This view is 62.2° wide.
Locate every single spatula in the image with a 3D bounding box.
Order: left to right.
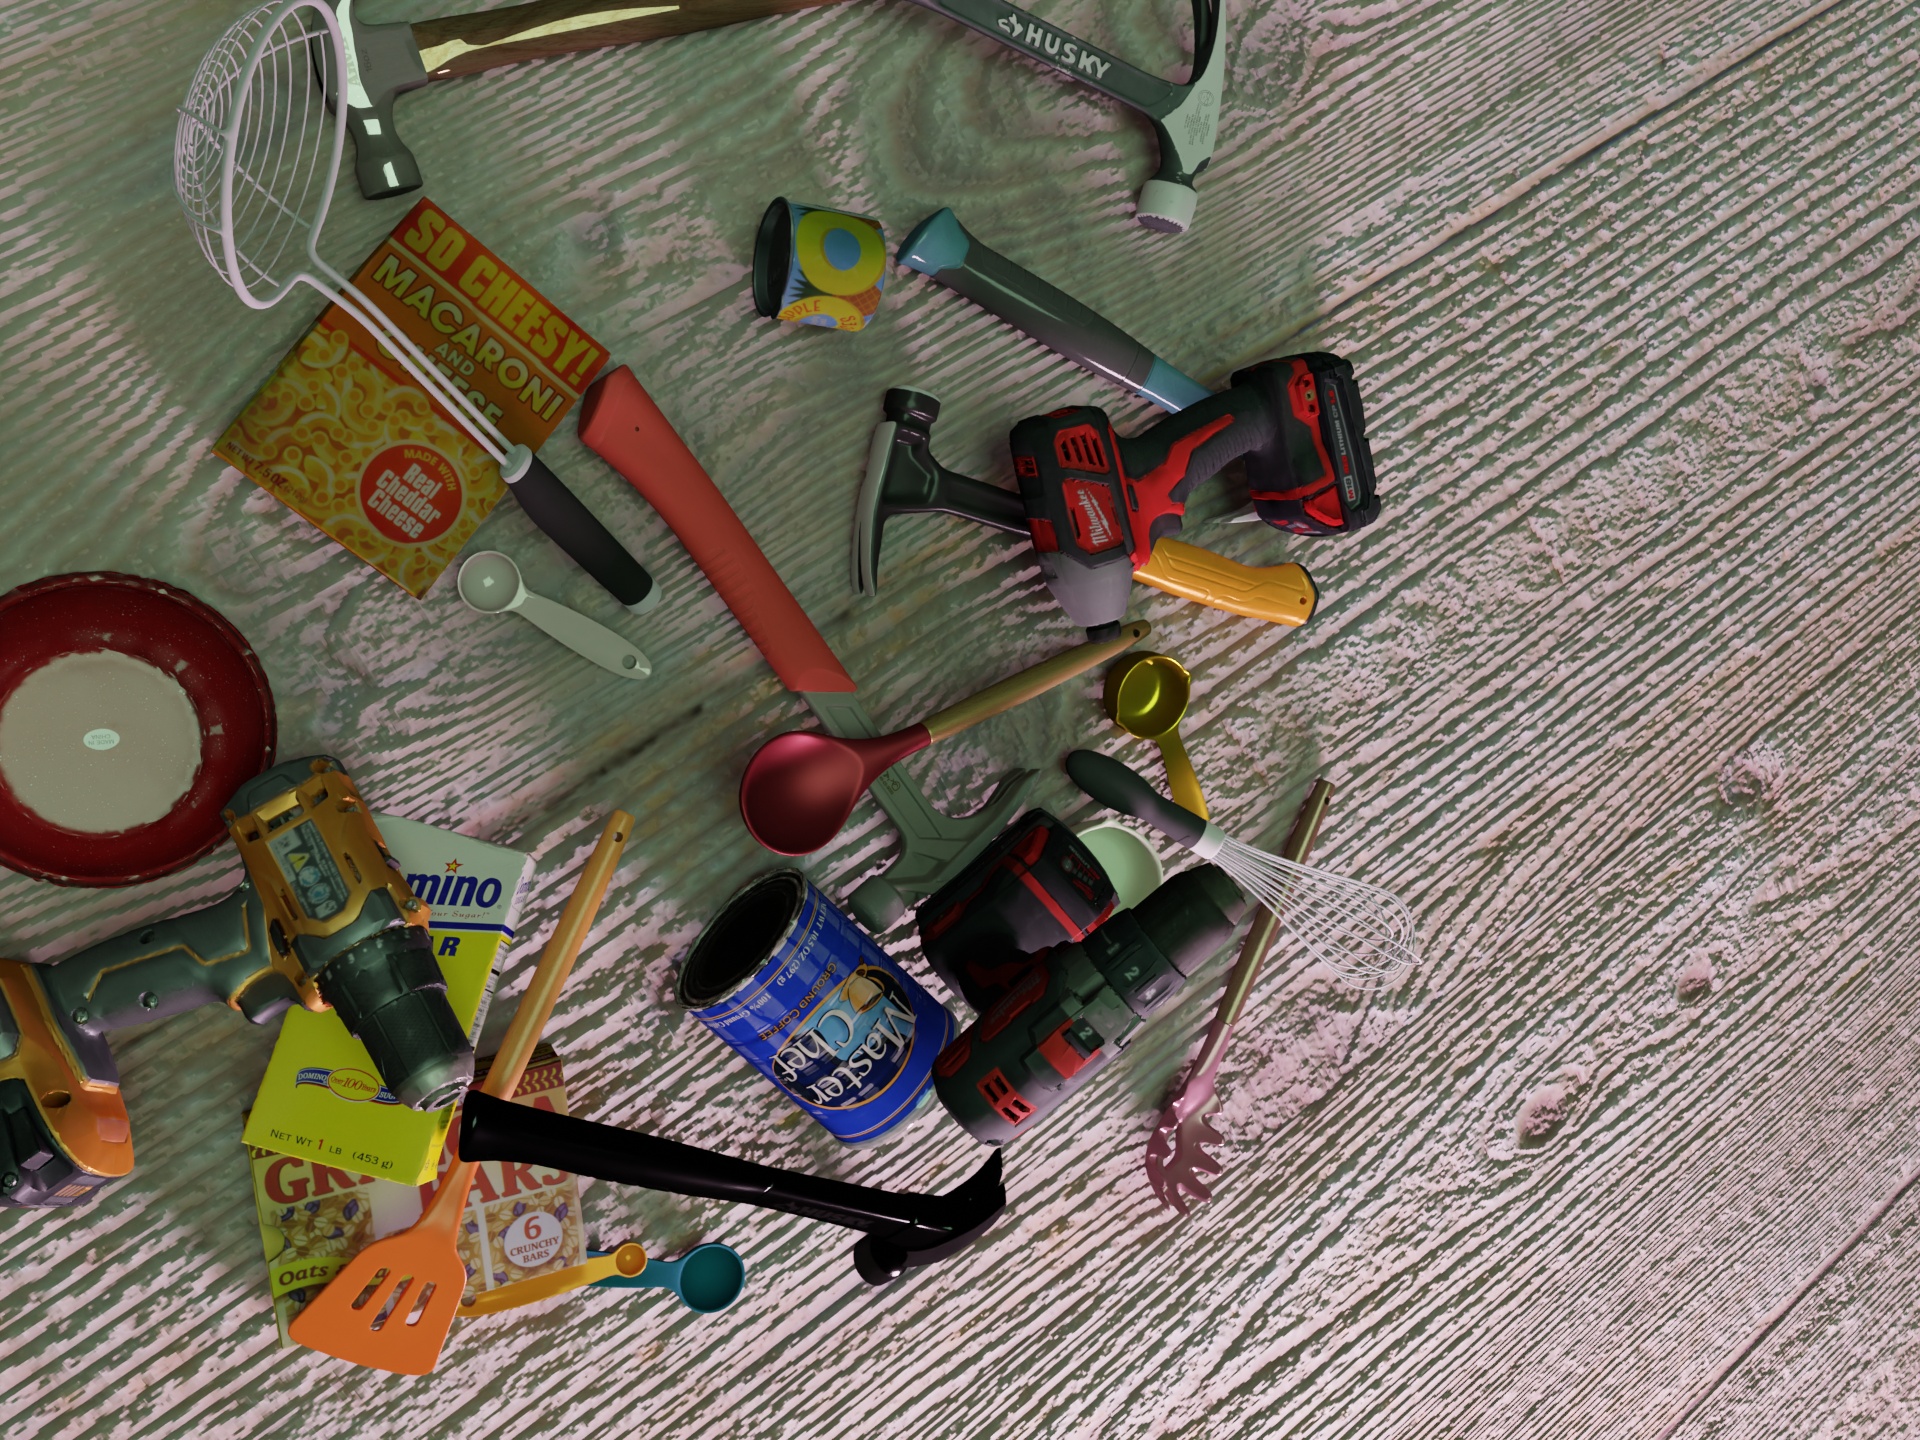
[{"bbox_3d":[-0.252,0.197,0.859,0.081,0.041,0.323,28,78,-24],"label":"spatula"}]

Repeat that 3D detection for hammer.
[{"bbox_3d":[-0.181,-0.384,0.858,0.331,0.031,0.130,-23,106,-22],"label":"hammer"},{"bbox_3d":[-0.124,0.255,0.889,0.334,0.146,0.035,25,42,-34],"label":"hammer"},{"bbox_3d":[-0.094,-0.053,0.933,0.149,0.037,0.358,-43,111,-24],"label":"hammer"},{"bbox_3d":[-0.007,-0.420,0.906,0.408,0.036,0.149,13,95,-32],"label":"hammer"},{"bbox_3d":[0.091,-0.106,1.020,0.336,0.034,0.127,13,90,-26],"label":"hammer"},{"bbox_3d":[0.106,-0.230,1.014,0.330,0.033,0.128,24,85,-26],"label":"hammer"}]

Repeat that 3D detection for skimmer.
[{"bbox_3d":[-0.228,-0.166,0.757,0.362,0.090,0.127,52,40,-48],"label":"skimmer"}]

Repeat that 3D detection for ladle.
[{"bbox_3d":[-0.002,-0.003,0.954,0.315,0.031,0.069,-26,102,-30],"label":"ladle"}]

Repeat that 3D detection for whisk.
[{"bbox_3d":[0.190,0.095,1.057,0.284,0.070,0.070,31,83,-12],"label":"whisk"}]

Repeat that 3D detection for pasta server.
[{"bbox_3d":[0.200,0.188,1.108,0.060,0.040,0.316,29,82,-38],"label":"pasta server"}]

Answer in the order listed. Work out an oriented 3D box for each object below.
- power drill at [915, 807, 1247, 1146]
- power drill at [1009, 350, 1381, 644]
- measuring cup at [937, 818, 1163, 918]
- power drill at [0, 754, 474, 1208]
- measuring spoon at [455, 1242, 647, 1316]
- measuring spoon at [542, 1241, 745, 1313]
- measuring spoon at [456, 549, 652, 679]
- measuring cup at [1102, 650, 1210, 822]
[{"bbox_3d":[0.061,0.124,0.897,0.188,0.227,0.080,-41,103,5],"label":"power drill"},{"bbox_3d":[0.143,-0.140,0.982,0.219,0.079,0.143,-19,104,-19],"label":"power drill"},{"bbox_3d":[0.046,0.100,1.030,0.167,0.038,0.083,3,96,-9],"label":"measuring cup"},{"bbox_3d":[-0.359,0.146,0.761,0.226,0.084,0.185,-32,75,-10],"label":"power drill"},{"bbox_3d":[-0.240,0.324,0.922,0.117,0.011,0.021,-11,88,-13],"label":"measuring spoon"},{"bbox_3d":[-0.193,0.327,0.952,0.128,0.021,0.042,12,86,-17],"label":"measuring spoon"},{"bbox_3d":[-0.226,-0.056,0.889,0.124,0.018,0.034,32,82,-32],"label":"measuring spoon"},{"bbox_3d":[0.137,0.021,1.069,0.062,0.029,0.156,-32,121,-16],"label":"measuring cup"}]
